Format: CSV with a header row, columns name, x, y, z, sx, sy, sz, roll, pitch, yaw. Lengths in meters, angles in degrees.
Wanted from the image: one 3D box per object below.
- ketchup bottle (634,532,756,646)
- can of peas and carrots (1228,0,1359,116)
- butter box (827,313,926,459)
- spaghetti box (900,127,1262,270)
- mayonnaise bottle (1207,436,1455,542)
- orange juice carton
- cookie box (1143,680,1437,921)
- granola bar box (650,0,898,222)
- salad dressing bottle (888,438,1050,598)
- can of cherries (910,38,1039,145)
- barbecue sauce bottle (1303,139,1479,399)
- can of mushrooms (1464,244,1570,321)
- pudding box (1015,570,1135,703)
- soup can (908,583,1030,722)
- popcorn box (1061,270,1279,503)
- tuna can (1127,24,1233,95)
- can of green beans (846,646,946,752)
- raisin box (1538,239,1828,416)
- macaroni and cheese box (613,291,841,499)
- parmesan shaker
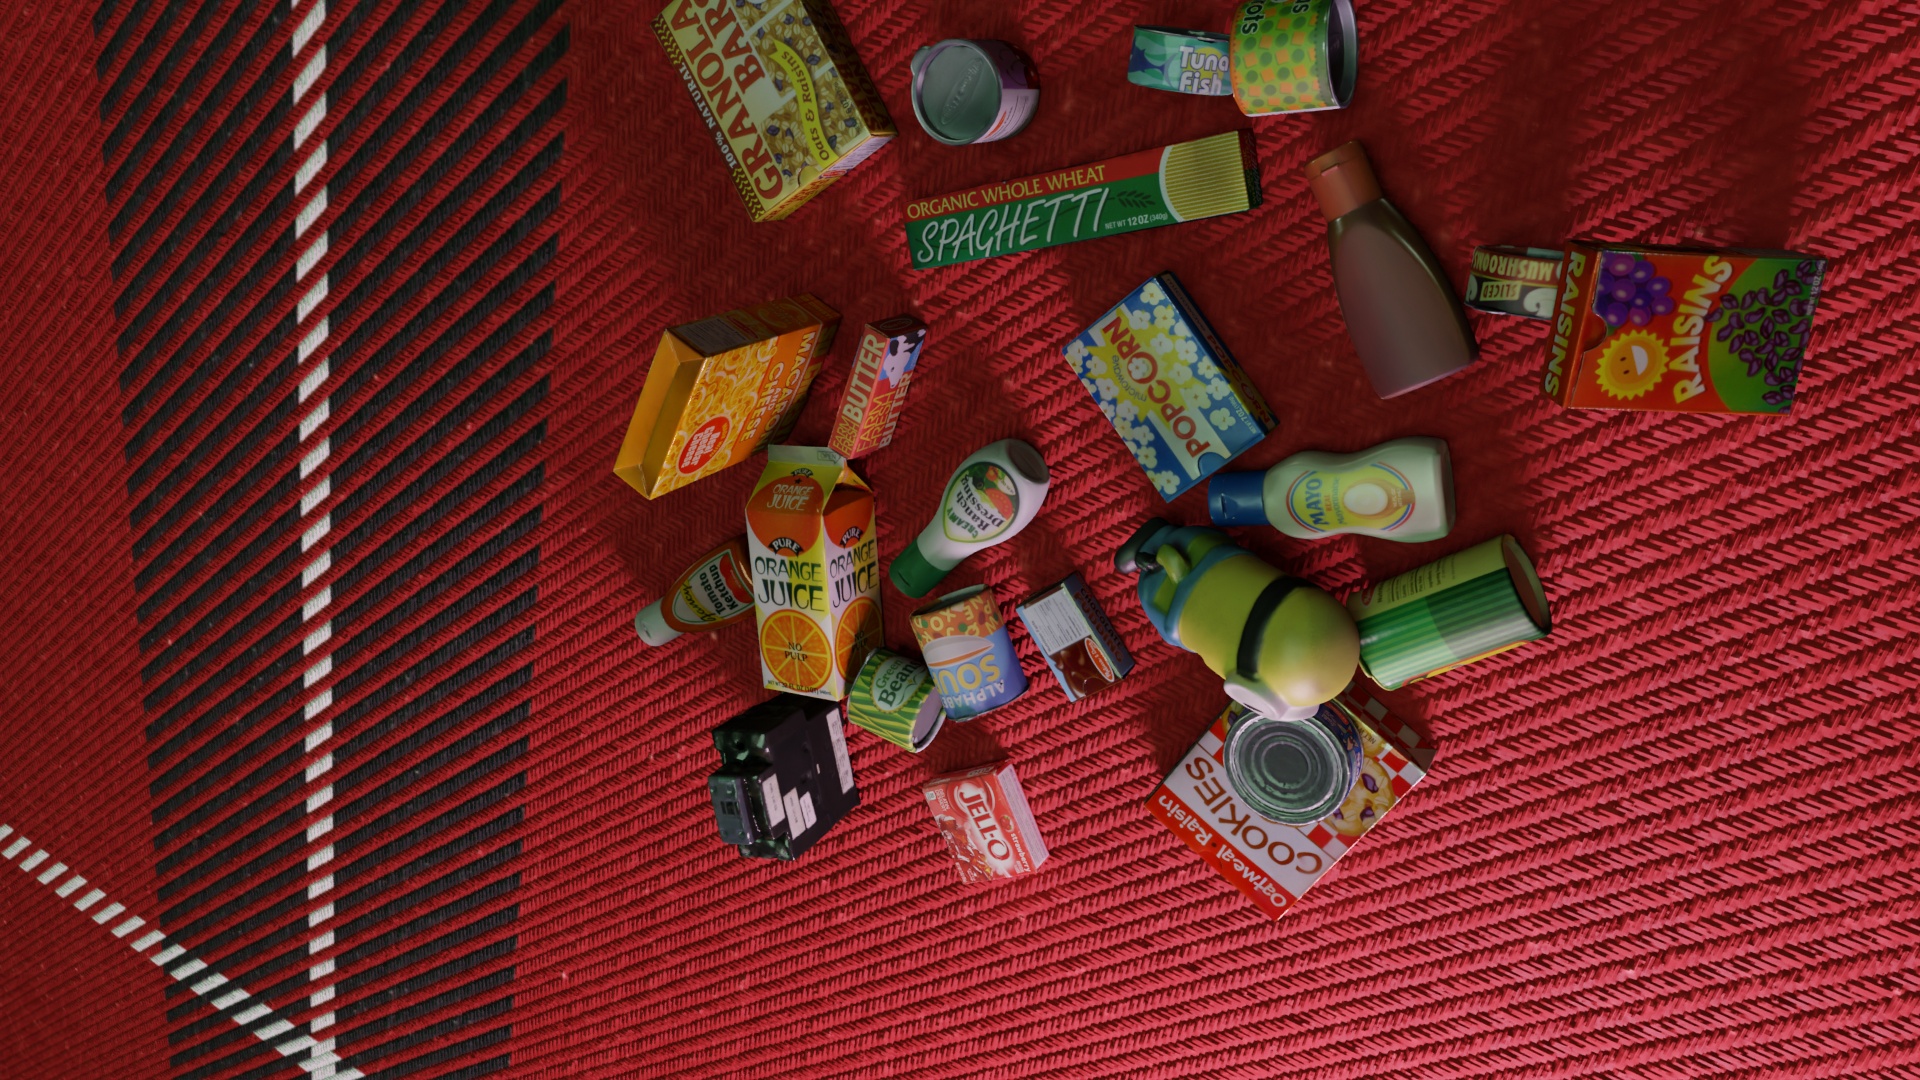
name,x,y,z,sx,sy,sz,roll,pitch,yaw
ketchup bottle,-0.213,0.047,1.161,0.148,0.044,0.064,-27,92,34
can of peas and carrots,0.192,-0.283,0.802,0.058,0.071,0.070,3,108,30
butter box,-0.061,-0.112,1.014,0.024,0.053,0.103,31,119,20
spaghetti box,0.072,-0.221,0.915,0.250,0.029,0.050,-4,104,31
mayonnaise bottle,0.233,-0.029,0.880,0.148,0.041,0.064,-3,106,30
orange juice carton,-0.112,0.020,1.076,0.072,0.073,0.192,6,109,29
cookie box,0.221,0.164,0.952,0.123,0.040,0.166,41,122,12
granola bar box,-0.135,-0.330,0.991,0.124,0.039,0.165,-26,92,34
salad dressing bottle,0.004,-0.013,1.016,0.064,0.044,0.147,49,123,6
can of cherries,0.009,-0.296,0.909,0.071,0.058,0.071,11,112,27
barbecue sauce bottle,0.250,-0.162,0.824,0.064,0.044,0.148,-23,94,33
can of mushrooms,0.317,-0.144,0.775,0.071,0.071,0.033,14,112,25
pudding box,0.083,0.070,1.007,0.049,0.030,0.083,-32,89,33
soup can,0.005,0.083,1.031,0.071,0.071,0.083,-18,97,33
popcorn box,0.137,-0.101,0.913,0.085,0.038,0.126,-36,86,32
tuna can,0.135,-0.288,0.832,0.071,0.071,0.032,18,116,24
can of green beans,-0.046,0.123,1.077,0.058,0.071,0.071,23,117,21
raisin box,0.379,-0.112,0.734,0.123,0.040,0.085,2,111,-3
macaroni and cheese box,-0.165,-0.108,1.007,0.040,0.167,0.123,37,121,14
parmesan shaker,0.298,0.046,0.850,0.103,0.071,0.071,-26,92,34
